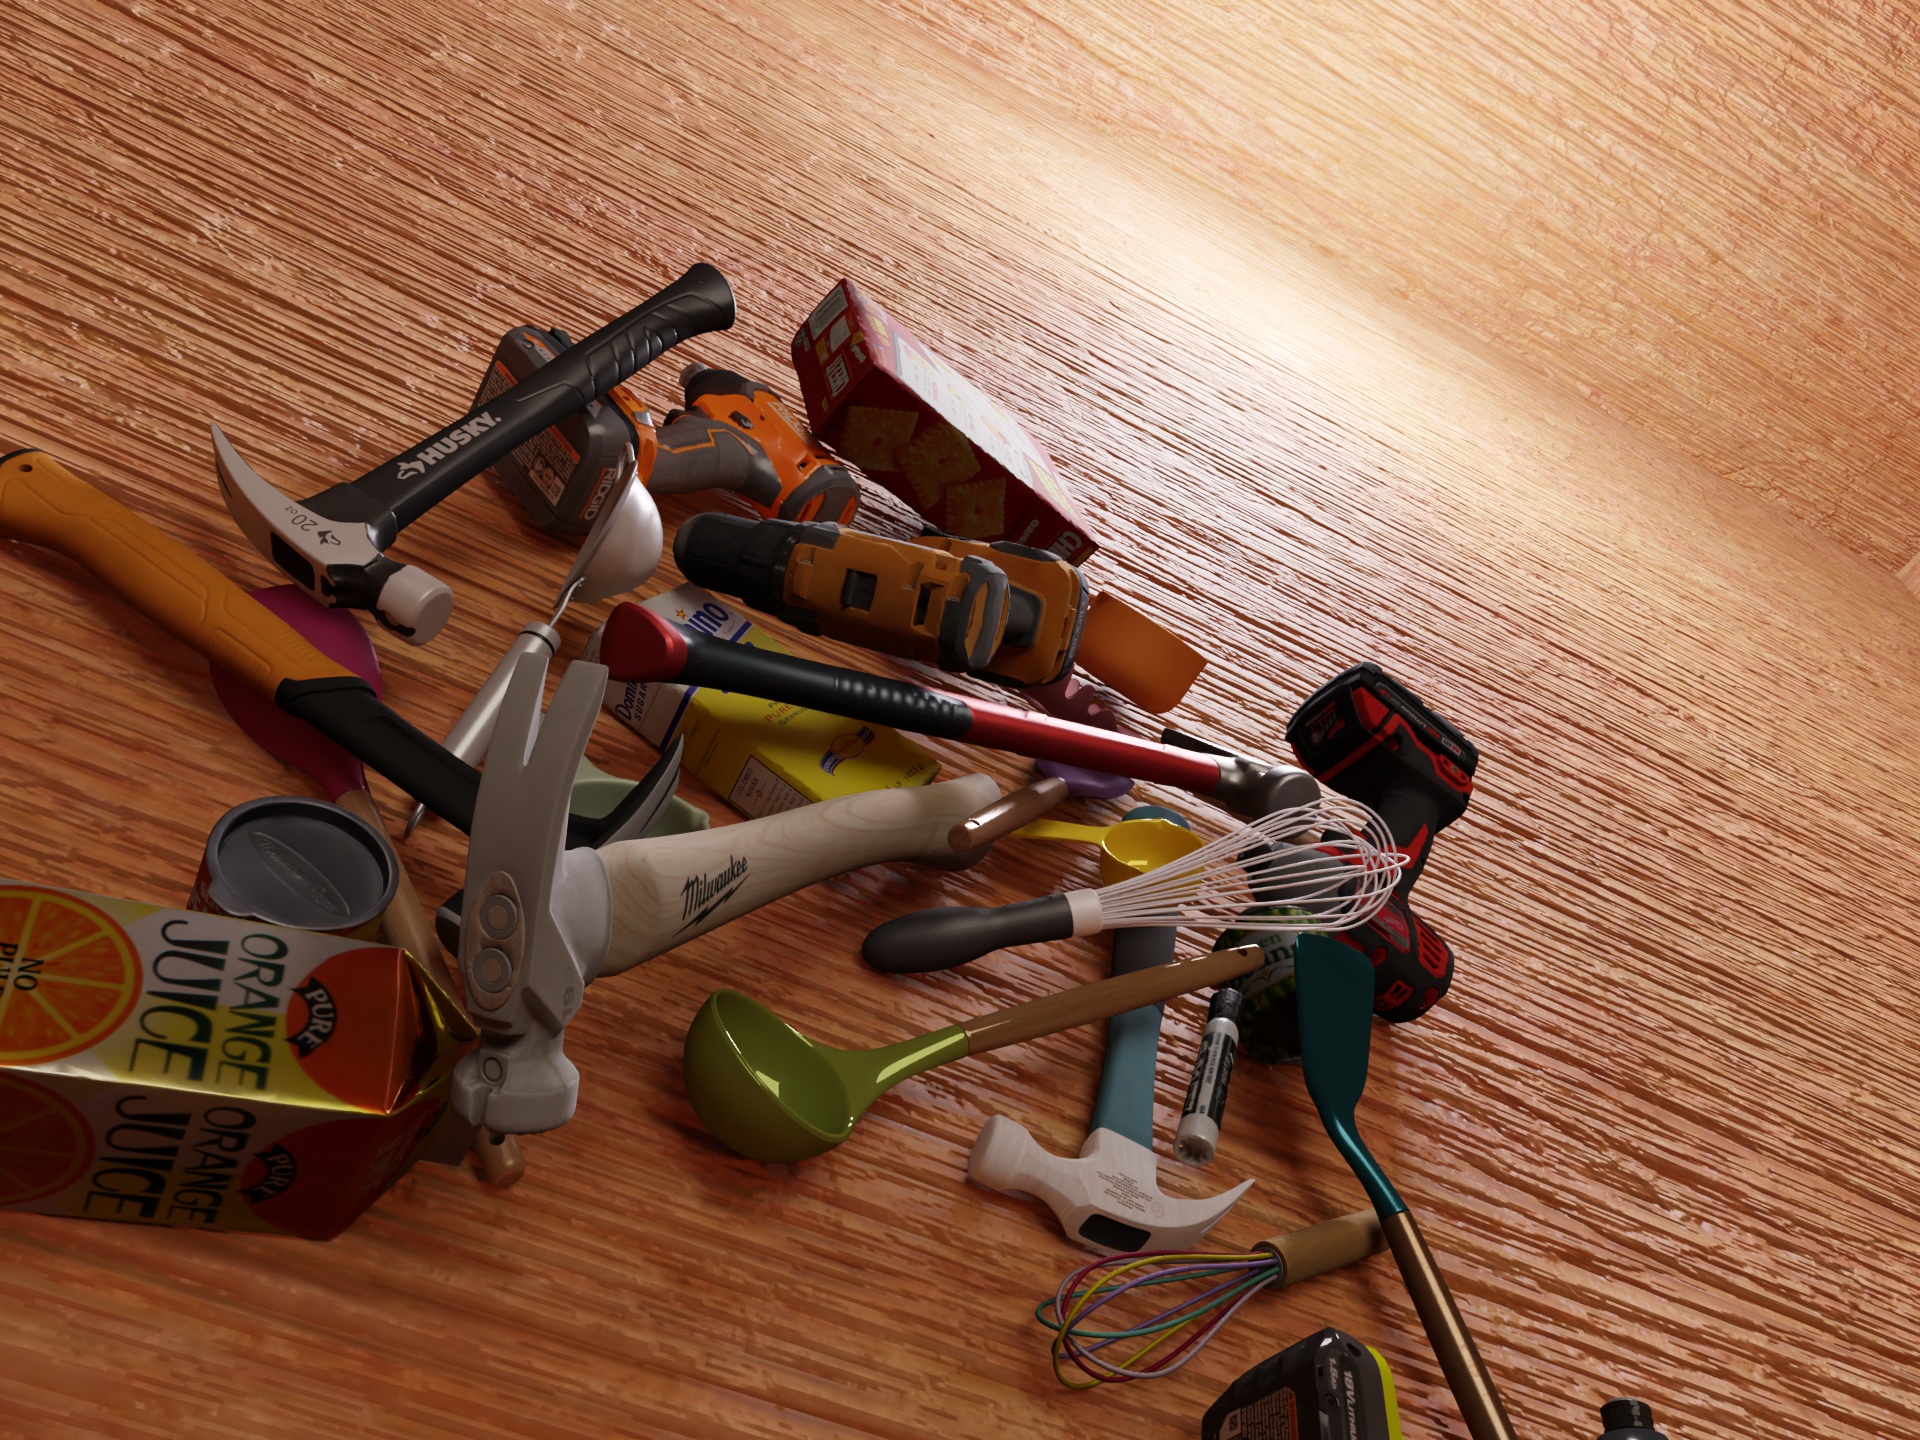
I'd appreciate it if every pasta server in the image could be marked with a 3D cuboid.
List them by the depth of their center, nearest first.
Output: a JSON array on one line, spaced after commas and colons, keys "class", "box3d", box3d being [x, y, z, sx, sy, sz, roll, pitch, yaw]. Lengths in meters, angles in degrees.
[{"class": "pasta server", "box3d": [0.162, 0.035, 1.035, 0.316, 0.040, 0.060, 30, 2, -7]}]

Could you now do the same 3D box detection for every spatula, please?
[{"class": "spatula", "box3d": [0.219, 0.248, 0.730, 0.082, 0.044, 0.318, 23, 38, -46]}, {"class": "spatula", "box3d": [0.043, 0.040, 0.862, 0.060, 0.018, 0.316, 28, 12, 12]}]

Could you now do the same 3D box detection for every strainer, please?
[{"class": "strainer", "box3d": [-0.197, -0.042, 0.762, 0.050, 0.087, 0.259, 34, 48, -13]}]

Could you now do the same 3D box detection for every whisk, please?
[{"class": "whisk", "box3d": [0.120, 0.245, 0.695, 0.244, 0.051, 0.047, 5, 75, -45]}, {"class": "whisk", "box3d": [0.090, 0.090, 0.790, 0.284, 0.070, 0.070, -8, 43, -12]}]

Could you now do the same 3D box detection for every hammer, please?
[{"class": "hammer", "box3d": [-0.063, 0.044, 0.664, 0.038, 0.146, 0.410, 11, 6, 20]}, {"class": "hammer", "box3d": [-0.280, -0.027, 0.674, 0.337, 0.034, 0.127, 32, 49, 13]}, {"class": "hammer", "box3d": [0.091, 0.140, 0.820, 0.128, 0.033, 0.331, 29, 30, -5]}, {"class": "hammer", "box3d": [-0.228, -0.167, 0.831, 0.146, 0.035, 0.335, 31, 46, 10]}, {"class": "hammer", "box3d": [-0.001, -0.003, 0.831, 0.386, 0.038, 0.143, 13, 5, -28]}]

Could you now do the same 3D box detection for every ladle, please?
[{"class": "ladle", "box3d": [0.024, 0.128, 0.706, 0.320, 0.062, 0.078, -8, 42, -35]}]

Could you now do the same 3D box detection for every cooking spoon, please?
[{"class": "cooking spoon", "box3d": [-0.240, 0.051, 0.650, 0.068, 0.017, 0.319, -17, 56, -28]}]

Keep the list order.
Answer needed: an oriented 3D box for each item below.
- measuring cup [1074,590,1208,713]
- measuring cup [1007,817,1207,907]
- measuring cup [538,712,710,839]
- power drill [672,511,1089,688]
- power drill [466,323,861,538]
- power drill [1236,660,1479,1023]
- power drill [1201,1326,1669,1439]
[{"class": "measuring cup", "box3d": [0.099, -0.054, 1.106, 0.095, 0.052, 0.174, 32, 1, -29]}, {"class": "measuring cup", "box3d": [0.055, 0.072, 0.863, 0.156, 0.029, 0.062, 7, 25, 13]}, {"class": "measuring cup", "box3d": [-0.178, 0.039, 0.729, 0.083, 0.038, 0.168, -4, 29, -41]}, {"class": "power drill", "box3d": [-0.038, -0.073, 0.902, 0.185, 0.084, 0.226, 15, 6, 21]}, {"class": "power drill", "box3d": [-0.186, -0.179, 0.989, 0.226, 0.084, 0.164, -4, 46, -52]}, {"class": "power drill", "box3d": [0.247, 0.069, 0.991, 0.143, 0.078, 0.220, 37, 42, -8]}, {"class": "power drill", "box3d": [0.204, 0.322, 0.600, 0.223, 0.080, 0.171, 24, 43, -16]}]
